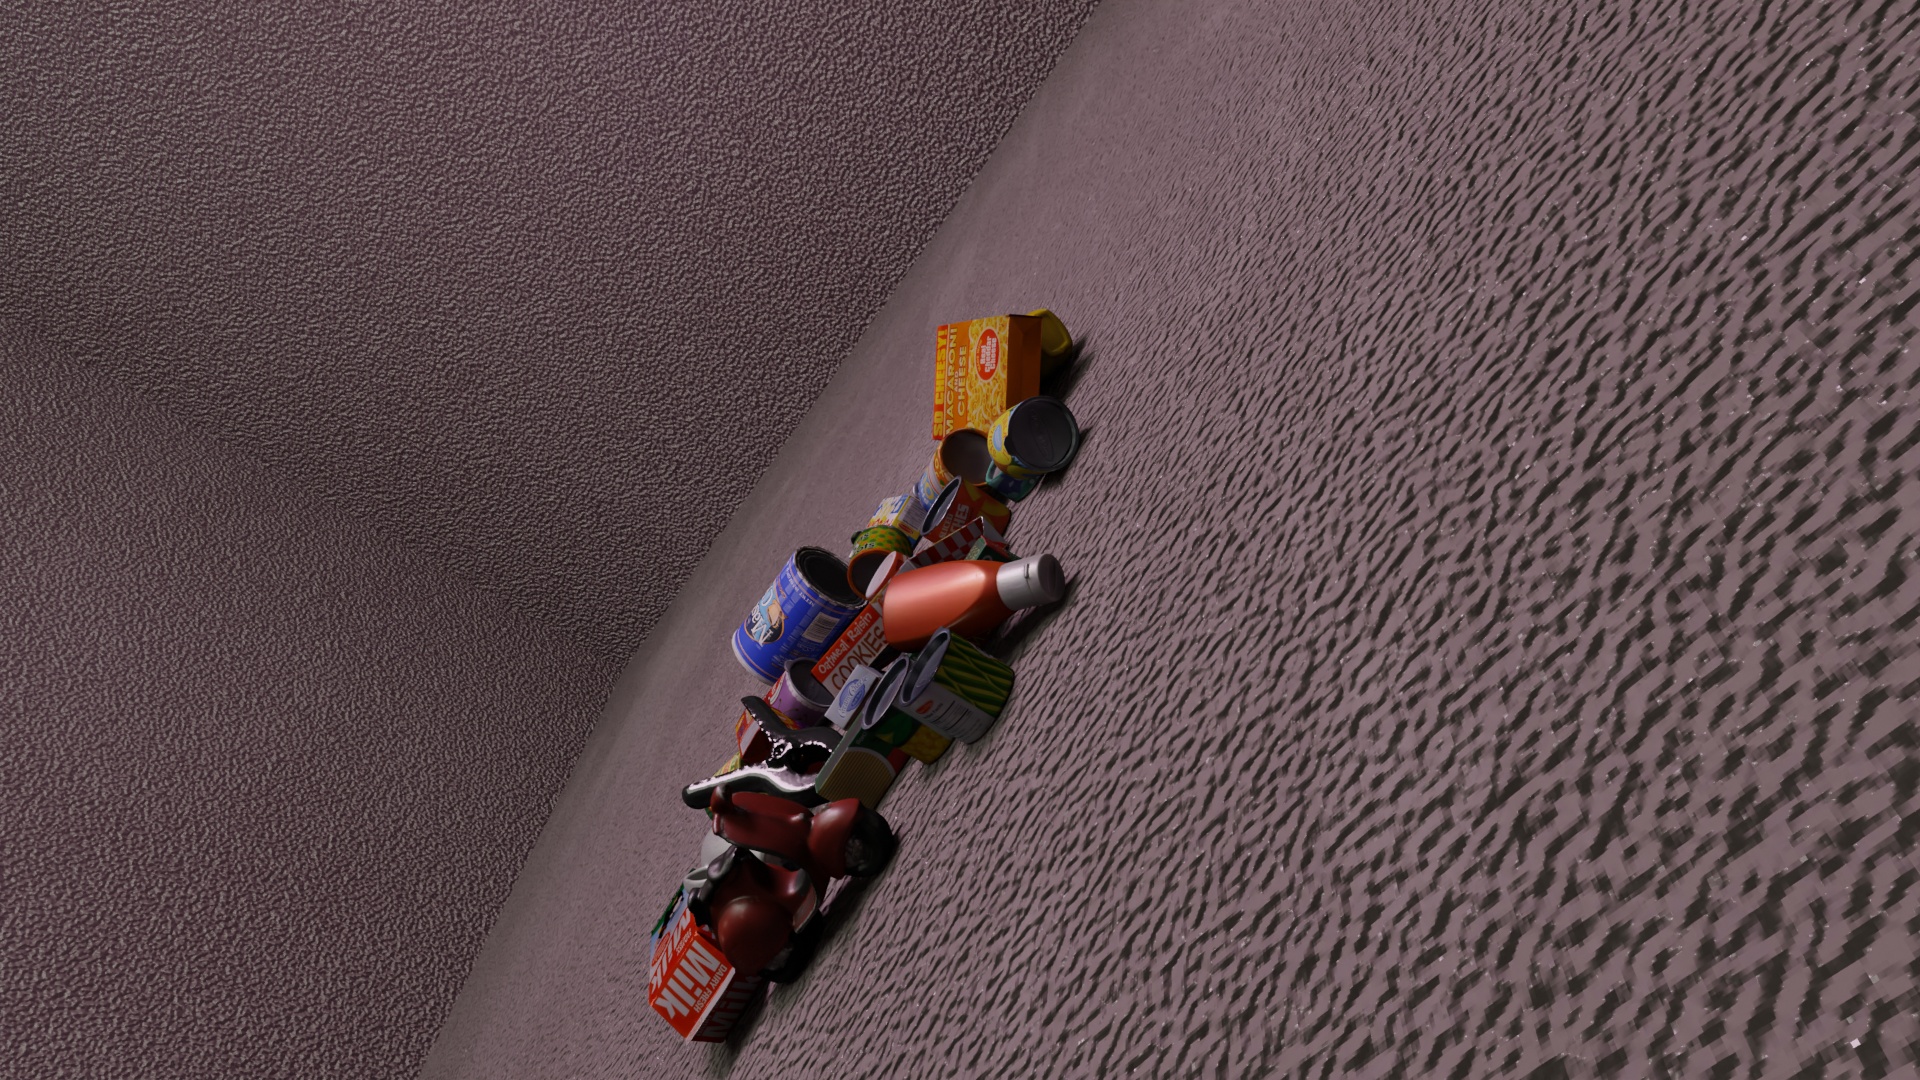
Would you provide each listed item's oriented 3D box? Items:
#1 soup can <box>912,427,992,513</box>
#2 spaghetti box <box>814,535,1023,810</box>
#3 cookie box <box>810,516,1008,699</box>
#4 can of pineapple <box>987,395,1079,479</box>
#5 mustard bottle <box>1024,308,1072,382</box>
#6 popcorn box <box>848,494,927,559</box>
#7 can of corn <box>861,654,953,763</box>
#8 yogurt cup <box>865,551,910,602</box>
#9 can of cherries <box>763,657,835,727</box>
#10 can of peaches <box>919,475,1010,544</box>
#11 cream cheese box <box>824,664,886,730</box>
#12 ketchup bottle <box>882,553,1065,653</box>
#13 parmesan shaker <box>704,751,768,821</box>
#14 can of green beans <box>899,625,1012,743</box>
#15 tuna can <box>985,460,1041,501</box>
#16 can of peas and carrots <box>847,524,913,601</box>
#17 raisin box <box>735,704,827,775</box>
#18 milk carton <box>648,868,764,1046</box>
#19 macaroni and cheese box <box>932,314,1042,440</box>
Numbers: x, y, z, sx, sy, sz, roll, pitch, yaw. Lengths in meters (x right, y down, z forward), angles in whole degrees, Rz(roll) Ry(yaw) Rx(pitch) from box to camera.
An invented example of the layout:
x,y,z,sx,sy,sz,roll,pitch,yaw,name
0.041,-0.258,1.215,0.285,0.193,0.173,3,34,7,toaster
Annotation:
x,y,z,sx,sy,sz,roll,pitch,yaw,name
-0.003,-0.063,1.346,0.071,0.071,0.083,-65,3,-28,soup can
-0.031,0.112,1.126,0.249,0.050,0.029,-56,15,5,spaghetti box
-0.046,0.059,1.220,0.166,0.040,0.123,-48,-10,35,cookie box
0.061,-0.089,1.217,0.071,0.071,0.058,-61,13,-14,can of pineapple
0.062,-0.185,1.450,0.049,0.065,0.159,-36,-2,-26,mustard bottle
-0.081,-0.006,1.599,0.085,0.038,0.126,-60,13,-9,popcorn box
-0.036,0.132,1.078,0.071,0.058,0.071,-53,14,19,can of corn
-0.056,0.047,1.358,0.072,0.054,0.073,-54,13,19,yogurt cup
-0.166,0.163,1.445,0.058,0.071,0.072,-50,15,29,can of cherries
0.005,-0.016,1.276,0.071,0.058,0.071,-52,15,20,can of peaches
-0.078,0.137,1.190,0.053,0.024,0.103,-57,-17,-1,cream cheese box
0.009,0.043,1.053,0.148,0.043,0.065,-16,58,36,ketchup bottle
-0.219,0.255,1.436,0.102,0.071,0.072,-43,19,46,parmesan shaker
-0.003,0.107,1.019,0.071,0.058,0.071,-53,14,19,can of green beans
0.053,-0.071,1.281,0.071,0.033,0.071,-52,14,19,tuna can
-0.087,0.024,1.485,0.070,0.071,0.059,-52,15,24,can of peas and carrots
-0.171,0.200,1.347,0.040,0.086,0.123,-59,13,-1,raisin box
-0.213,0.353,1.169,0.072,0.073,0.190,-58,14,-1,milk carton
0.025,-0.159,1.397,0.166,0.040,0.123,-170,82,-65,macaroni and cheese box
